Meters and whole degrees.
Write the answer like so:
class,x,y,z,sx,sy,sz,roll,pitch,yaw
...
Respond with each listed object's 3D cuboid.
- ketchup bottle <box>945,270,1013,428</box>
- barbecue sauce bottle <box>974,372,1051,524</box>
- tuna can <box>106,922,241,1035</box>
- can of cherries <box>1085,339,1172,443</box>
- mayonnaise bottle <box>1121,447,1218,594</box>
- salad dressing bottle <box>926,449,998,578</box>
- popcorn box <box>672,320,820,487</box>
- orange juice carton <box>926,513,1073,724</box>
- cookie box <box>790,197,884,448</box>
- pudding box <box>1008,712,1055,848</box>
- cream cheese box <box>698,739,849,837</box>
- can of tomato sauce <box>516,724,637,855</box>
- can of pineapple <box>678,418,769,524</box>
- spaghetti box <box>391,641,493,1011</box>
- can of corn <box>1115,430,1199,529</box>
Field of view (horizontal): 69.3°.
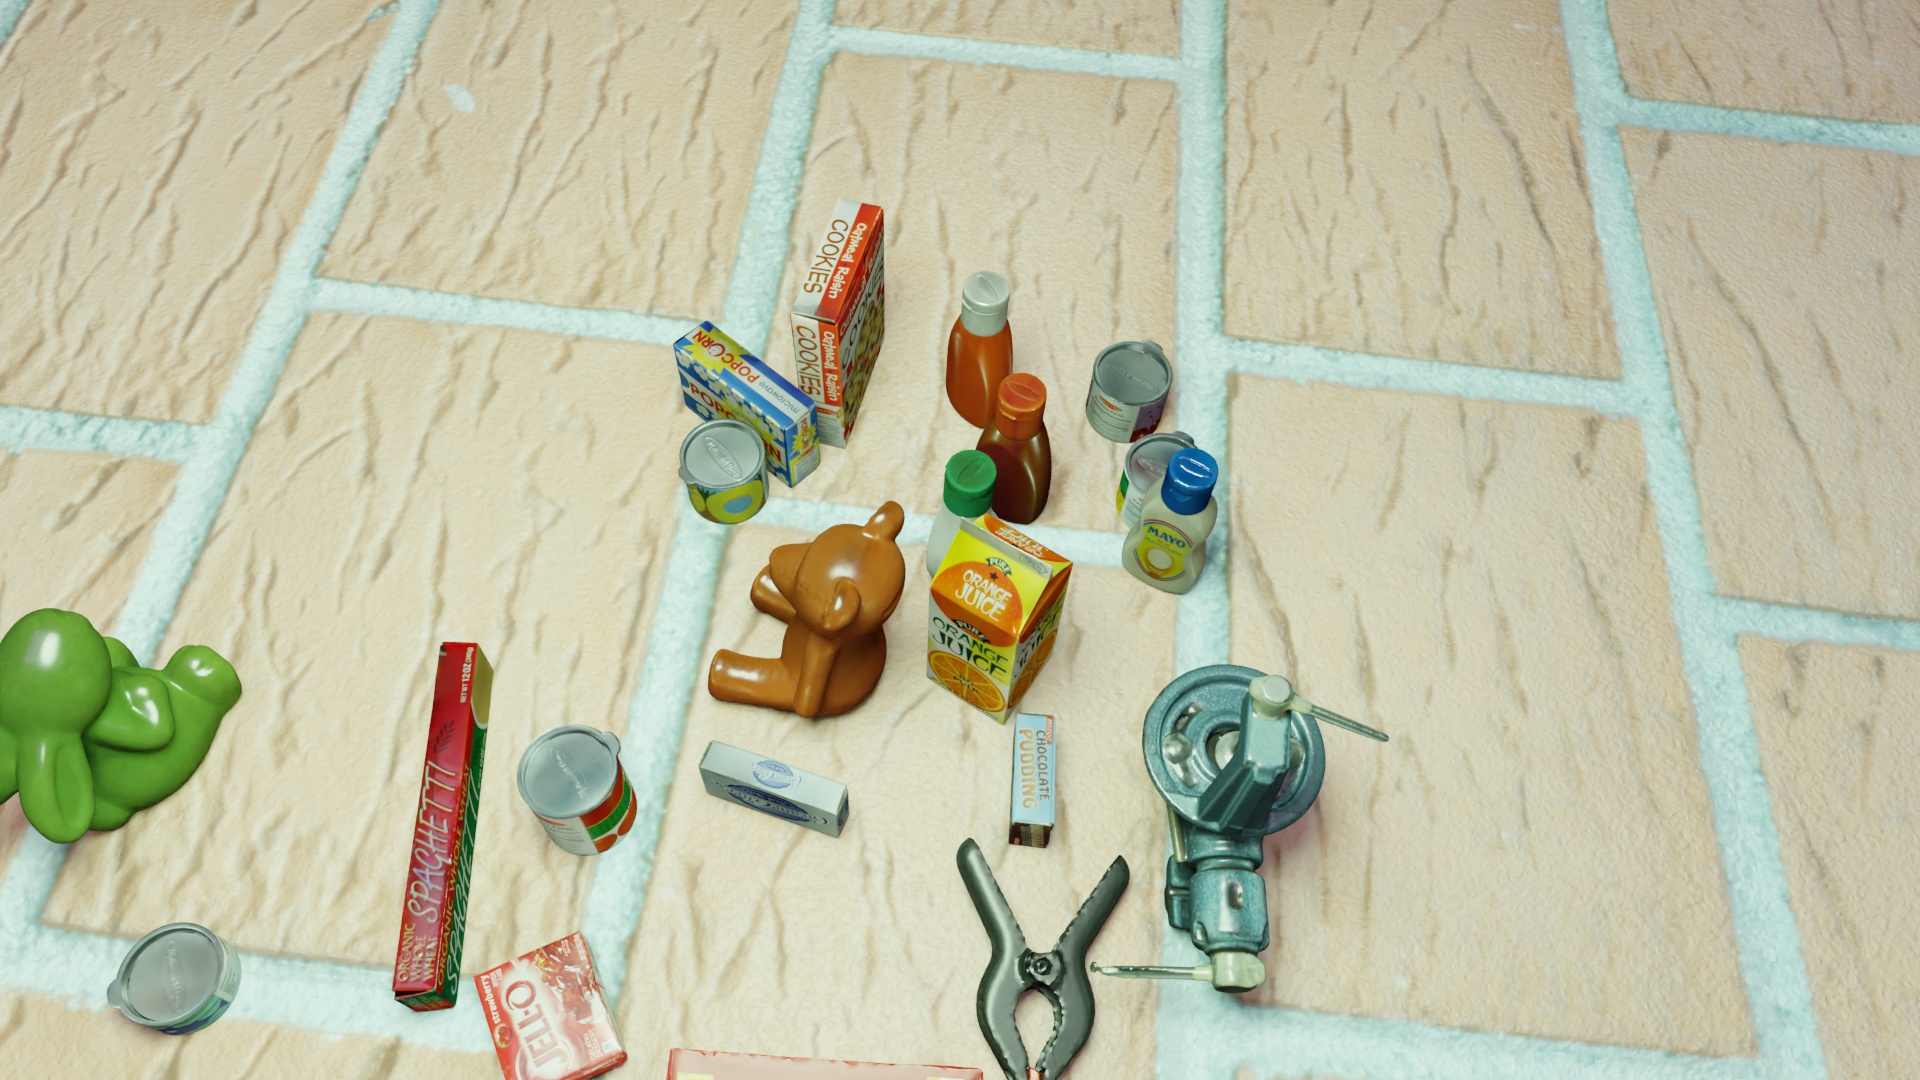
class,x,y,z,sx,sy,sz,roll,pitch,yaw
ketchup bottle,0.016,-0.156,1.123,0.044,0.148,0.065,-29,65,-18
barbecue sauce bottle,0.042,-0.071,1.074,0.065,0.147,0.044,30,63,14
tuna can,-0.510,0.286,0.904,0.071,0.032,0.071,1,60,-2
can of cherries,0.142,-0.125,1.163,0.071,0.058,0.072,1,60,-2
mayonnaise bottle,0.162,-0.015,1.047,0.065,0.147,0.041,26,62,12
salad dressing bottle,0.004,-0.013,1.039,0.044,0.147,0.064,37,65,17
popcorn box,-0.171,-0.110,1.123,0.127,0.084,0.038,37,65,18
orange juice carton,0.026,0.049,0.977,0.072,0.191,0.073,31,63,14
cookie box,-0.094,-0.171,1.116,0.040,0.166,0.123,14,60,5
pudding box,0.051,0.171,0.989,0.030,0.049,0.084,4,60,0
cream cheese box,-0.130,0.175,0.976,0.104,0.053,0.024,17,61,7
can of tomato sauce,-0.260,0.171,0.955,0.071,0.082,0.071,1,60,-2
can of pineapple,-0.189,-0.054,1.105,0.071,0.057,0.071,1,60,-2
spaghetti box,-0.354,0.192,0.957,0.029,0.050,0.251,-2,60,-4
can of corn,0.162,-0.045,1.117,0.071,0.058,0.071,1,60,-2
